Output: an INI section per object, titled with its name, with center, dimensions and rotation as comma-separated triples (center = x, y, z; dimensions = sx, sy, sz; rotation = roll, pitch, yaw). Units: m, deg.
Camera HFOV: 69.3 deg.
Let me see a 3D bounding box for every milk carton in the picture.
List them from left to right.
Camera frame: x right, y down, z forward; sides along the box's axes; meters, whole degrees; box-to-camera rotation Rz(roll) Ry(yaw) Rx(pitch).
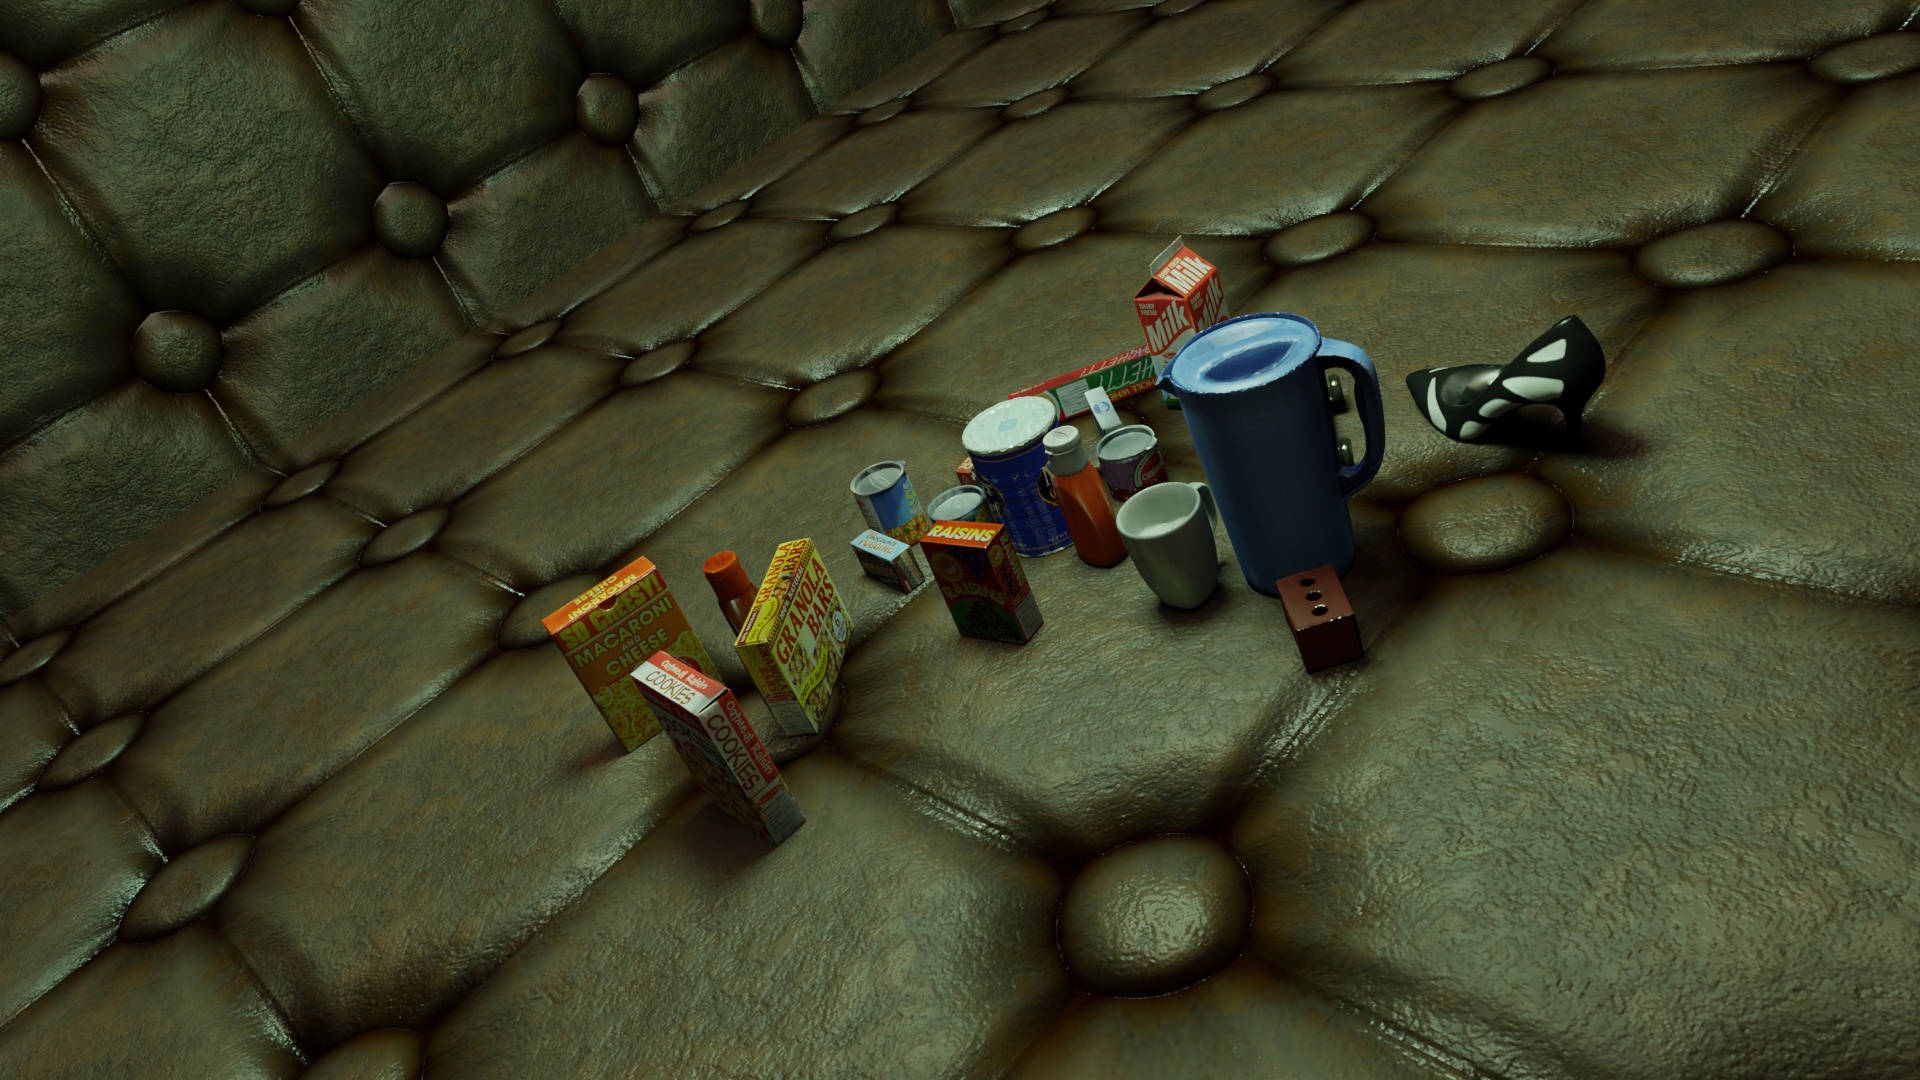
[milk carton]
center = 0.258, -0.246, 1.584
dimensions = 0.073, 0.189, 0.073
rotation = 8, 43, 41

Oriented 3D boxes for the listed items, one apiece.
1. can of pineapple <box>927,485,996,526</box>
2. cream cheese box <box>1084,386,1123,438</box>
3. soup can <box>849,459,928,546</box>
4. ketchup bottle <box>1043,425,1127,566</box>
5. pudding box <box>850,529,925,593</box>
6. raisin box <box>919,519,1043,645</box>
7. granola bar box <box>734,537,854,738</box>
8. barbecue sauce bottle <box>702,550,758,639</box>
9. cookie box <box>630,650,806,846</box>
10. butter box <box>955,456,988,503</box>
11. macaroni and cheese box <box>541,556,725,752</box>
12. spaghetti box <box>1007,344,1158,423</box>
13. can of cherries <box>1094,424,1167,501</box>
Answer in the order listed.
[can of pineapple]
center = 0.005, -0.019, 1.529
dimensions = 0.071, 0.057, 0.071
rotation = -17, 31, 11
[cream cheese box]
center = 0.171, -0.132, 1.598
dimensions = 0.024, 0.053, 0.104
rotation = -21, 31, 4
[soup can]
center = -0.078, -0.040, 1.591
dimensions = 0.071, 0.083, 0.072
rotation = -17, 31, 11
[ketchup bottle]
center = 0.122, -0.045, 1.404
dimensions = 0.044, 0.148, 0.065
rotation = -35, 33, -18
[pudding box]
center = -0.080, 0.022, 1.530
dimensions = 0.030, 0.049, 0.084
rotation = -38, 34, -23
[raisin box]
center = 0.022, 0.040, 1.364
dimensions = 0.086, 0.123, 0.040
rotation = 6, 41, 39
[granola bar box]
center = -0.165, 0.096, 1.399
dimensions = 0.039, 0.123, 0.166
rotation = -12, 33, 19
[barbecue sauce bottle]
center = -0.219, 0.079, 1.438
dimensions = 0.044, 0.148, 0.065
rotation = -27, 31, -6
[cookie box]
center = -0.219, 0.186, 1.255
dimensions = 0.040, 0.166, 0.123
rotation = -40, 35, -26
[butter box]
center = 0.037, -0.089, 1.620
dimensions = 0.024, 0.053, 0.104
rotation = 5, 41, 38
[macaroni and cheese box]
center = -0.335, 0.118, 1.436
dimensions = 0.124, 0.165, 0.040
rotation = -35, 33, -19
[spaghetti box]
center = 0.182, -0.193, 1.689
dimensions = 0.250, 0.050, 0.029
rotation = -20, 31, 6
[can of cherries]
center = 0.188, -0.083, 1.507
dimensions = 0.071, 0.058, 0.072
rotation = -17, 31, 11
